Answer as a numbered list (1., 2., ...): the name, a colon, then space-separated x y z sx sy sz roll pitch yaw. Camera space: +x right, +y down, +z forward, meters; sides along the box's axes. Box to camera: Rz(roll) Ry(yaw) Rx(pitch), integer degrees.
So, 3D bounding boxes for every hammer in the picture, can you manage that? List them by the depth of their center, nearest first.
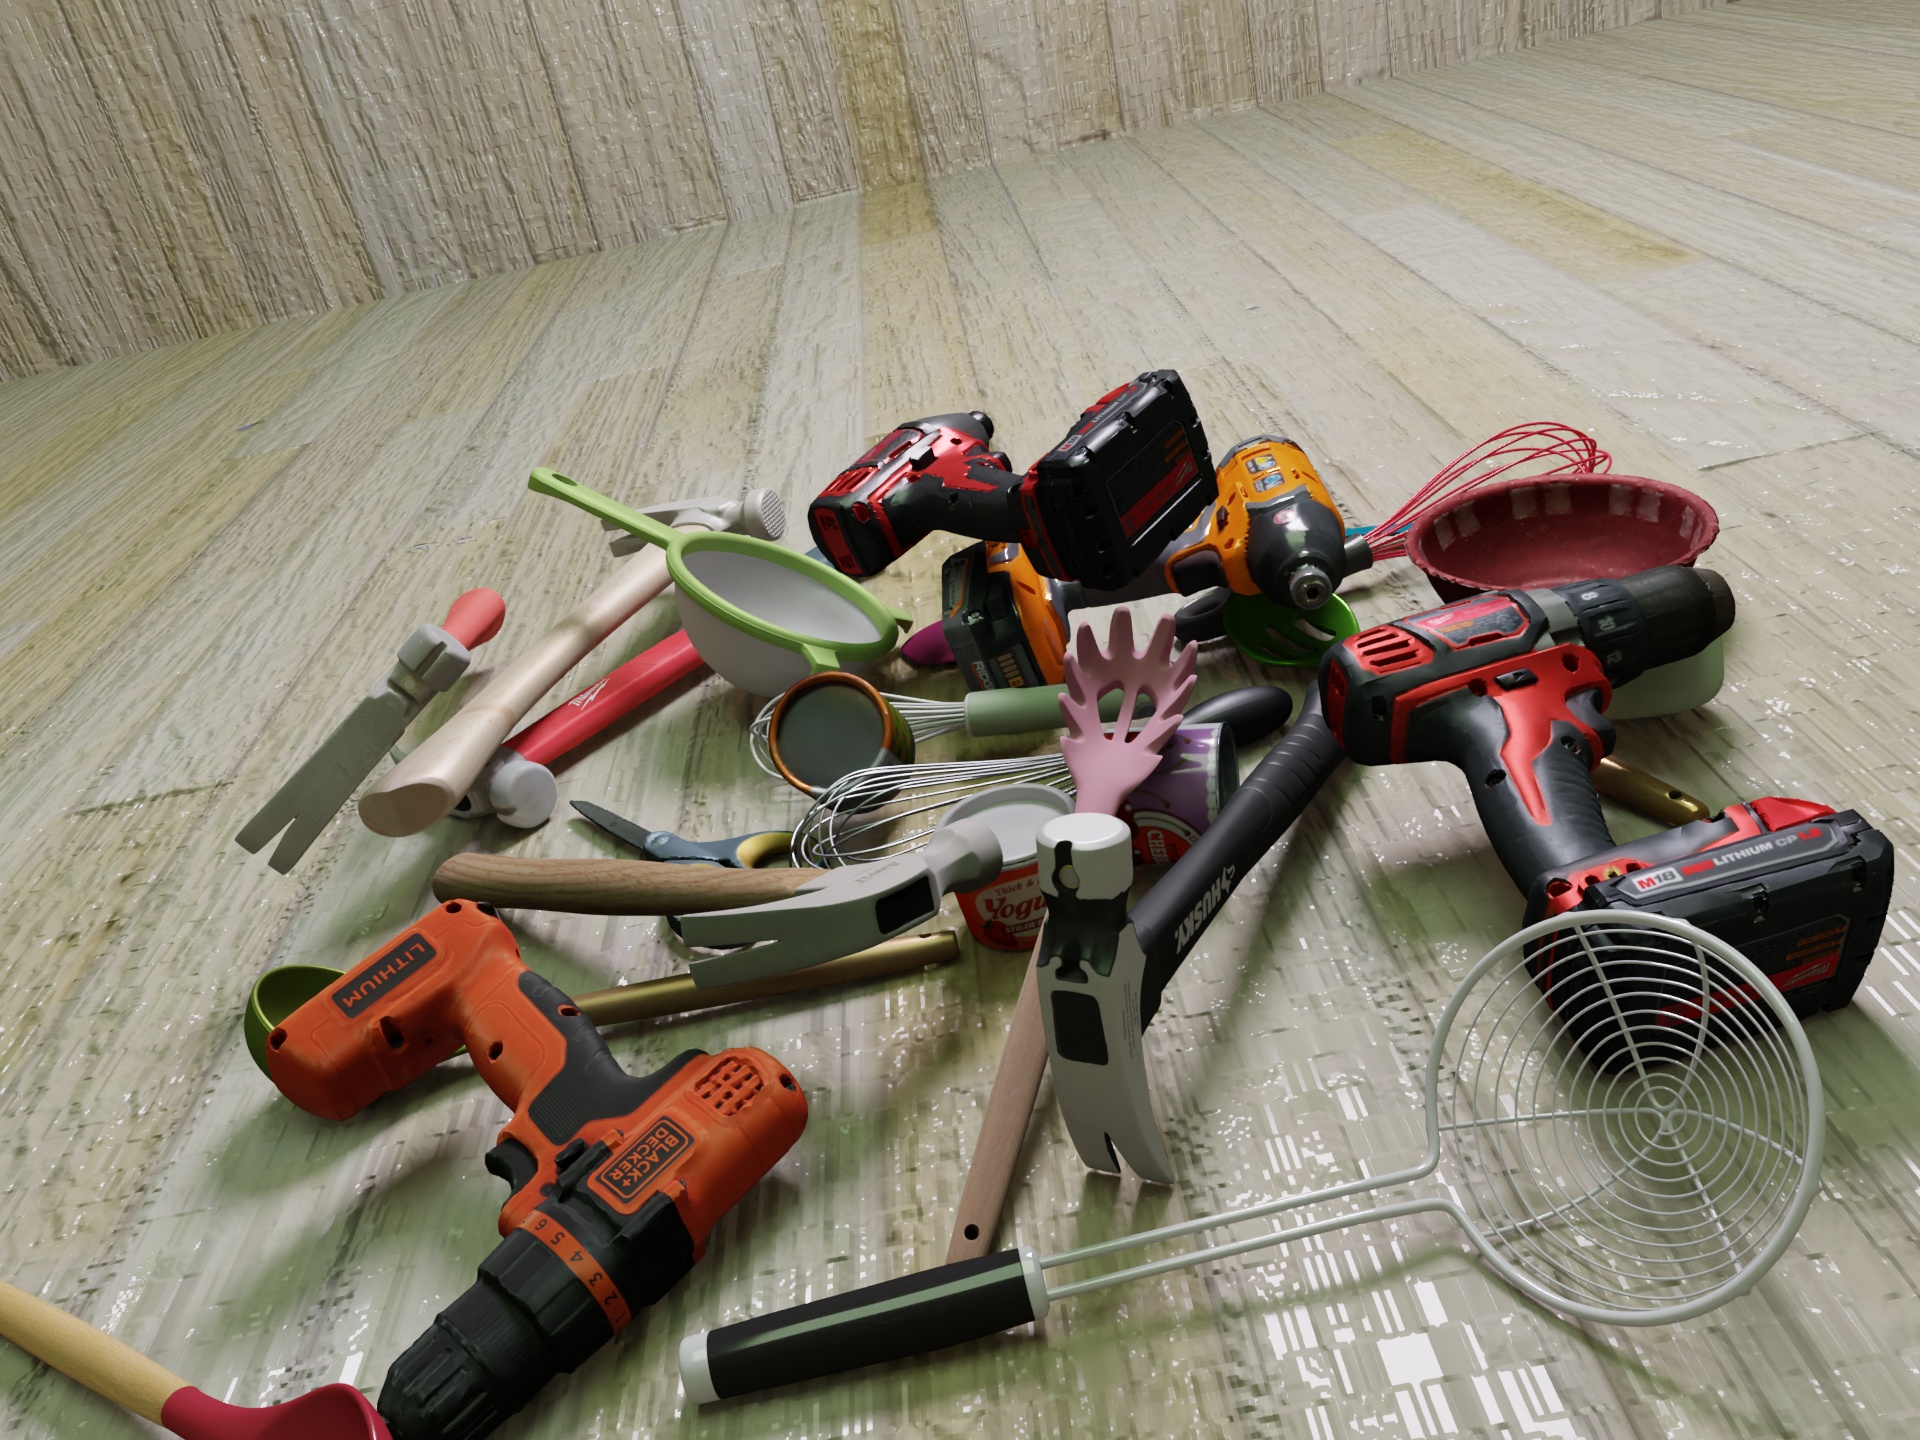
1. hammer: 0.117 0.056 0.676 0.035 0.146 0.335 4 20 28
2. hammer: -0.146 0.079 0.738 0.331 0.031 0.130 -3 13 41
3. hammer: -0.329 -0.023 0.962 0.149 0.036 0.359 -48 15 4
4. hammer: -0.255 -0.050 1.015 0.146 0.038 0.411 -5 28 23
5. hammer: -0.193 -0.049 1.064 0.143 0.038 0.386 10 35 39

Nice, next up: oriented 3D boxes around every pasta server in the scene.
1. pasta server: 0.043 0.075 0.650 0.060 0.040 0.316 11 49 12

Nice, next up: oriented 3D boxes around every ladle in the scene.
1. ladle: -0.296 0.241 0.572 0.315 0.031 0.069 4 71 36
2. ladle: -0.161 0.118 0.720 0.320 0.062 0.078 -10 16 -1

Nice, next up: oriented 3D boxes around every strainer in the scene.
1. strainer: -0.165 -0.077 0.991 0.256 0.069 0.151 26 21 9

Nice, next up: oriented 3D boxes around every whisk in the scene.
1. whisk: 0.047 0.030 0.802 0.284 0.070 0.070 -17 27 -19
2. whisk: -0.001 -0.003 0.874 0.246 0.057 0.059 -6 63 14
3. whisk: 0.263 -0.111 0.970 0.296 0.073 0.073 -23 29 -6

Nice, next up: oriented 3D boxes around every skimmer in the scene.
1. skimmer: 0.079 0.157 0.506 0.363 0.090 0.127 -15 59 1

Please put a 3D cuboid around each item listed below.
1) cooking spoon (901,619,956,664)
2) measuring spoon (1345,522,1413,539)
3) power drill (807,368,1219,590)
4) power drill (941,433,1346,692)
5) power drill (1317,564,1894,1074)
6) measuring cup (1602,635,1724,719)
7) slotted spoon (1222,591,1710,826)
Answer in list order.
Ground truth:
1. cooking spoon: 0.103 -0.104 1.060 0.319 0.017 0.069 -25 30 -20
2. measuring spoon: 0.262 -0.112 1.017 0.128 0.021 0.042 -6 21 -6
3. power drill: 0.028 -0.138 0.905 0.220 0.078 0.143 7 41 45
4. power drill: 0.106 -0.078 0.903 0.226 0.084 0.164 -20 27 10
5. power drill: 0.273 0.018 0.649 0.188 0.080 0.227 -16 39 -5
6. measuring cup: 0.305 -0.022 0.811 0.083 0.038 0.168 -15 7 -36
7. slotted spoon: 0.247 -0.012 0.820 0.070 0.031 0.314 -31 34 -17
